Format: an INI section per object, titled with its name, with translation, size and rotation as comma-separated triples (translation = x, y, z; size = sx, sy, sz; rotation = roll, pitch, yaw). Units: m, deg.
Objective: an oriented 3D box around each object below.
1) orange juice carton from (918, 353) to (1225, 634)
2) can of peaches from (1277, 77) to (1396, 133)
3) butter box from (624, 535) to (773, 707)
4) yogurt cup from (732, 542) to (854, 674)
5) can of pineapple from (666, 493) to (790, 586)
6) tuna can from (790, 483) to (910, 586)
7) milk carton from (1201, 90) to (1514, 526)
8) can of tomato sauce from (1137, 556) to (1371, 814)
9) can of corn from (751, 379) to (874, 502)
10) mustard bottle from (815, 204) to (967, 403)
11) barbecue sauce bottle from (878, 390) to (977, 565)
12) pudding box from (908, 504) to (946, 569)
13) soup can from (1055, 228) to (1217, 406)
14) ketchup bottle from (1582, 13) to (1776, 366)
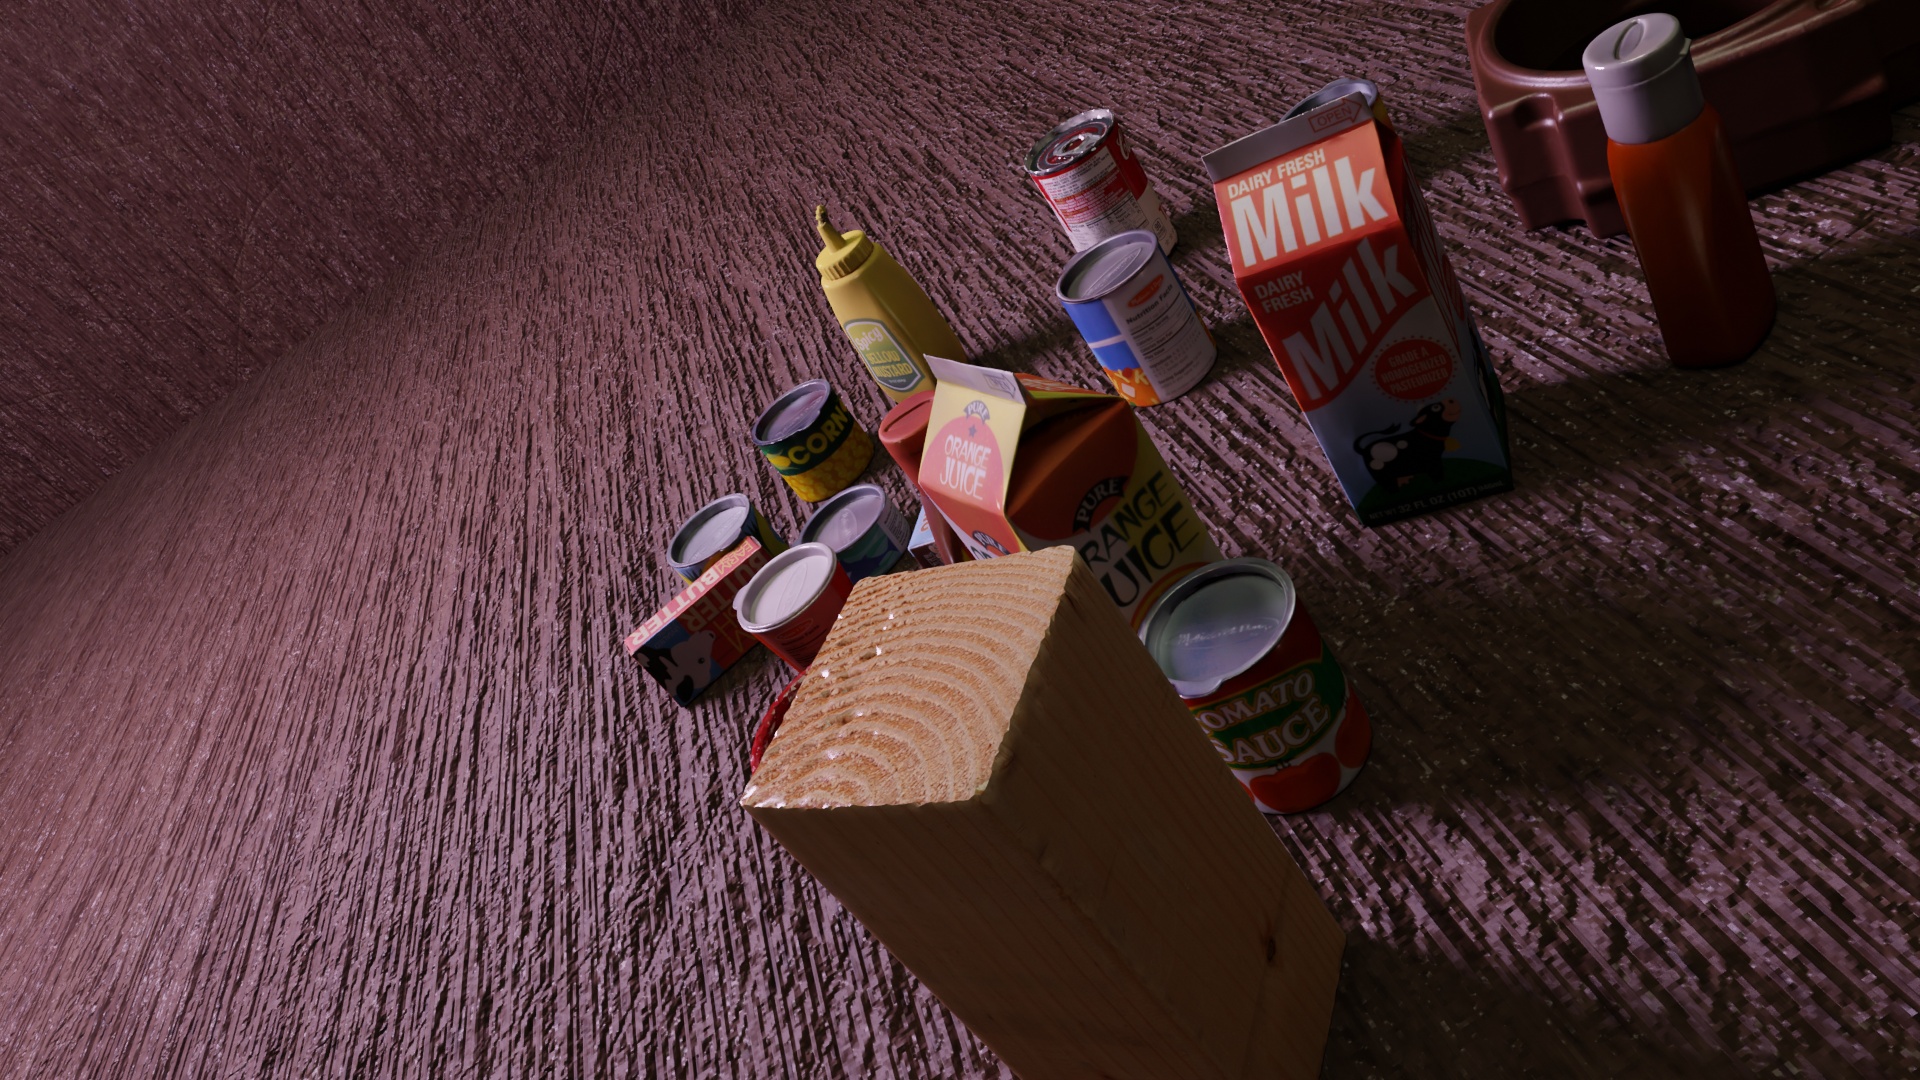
[orange juice carton]
translation = 0.051, -0.005, 0.599
size = 0.073, 0.192, 0.072
rotation = -45, 32, -13
[can of peaches]
translation = 0.239, -0.245, 0.865
size = 0.071, 0.058, 0.071
rotation = -26, 33, 18
[butter box]
translation = -0.152, 0.050, 0.864
size = 0.103, 0.053, 0.024
rotation = -41, 31, -8
[yogurt cup]
translation = -0.087, 0.043, 0.808
size = 0.072, 0.053, 0.073
rotation = -26, 33, 18
[can of pineapple]
translation = -0.147, 0.013, 0.904
size = 0.071, 0.057, 0.071
rotation = -26, 33, 18
[tuna can]
translation = -0.068, 0.000, 0.867
size = 0.071, 0.032, 0.071
rotation = -26, 33, 18
[milk carton]
translation = 0.176, -0.103, 0.608
size = 0.072, 0.190, 0.074
rotation = -17, 36, 29
[can of tomato sauce]
translation = 0.118, 0.060, 0.552
size = 0.071, 0.083, 0.071
rotation = -26, 32, 18
[can of corn]
translation = -0.101, -0.068, 0.967
size = 0.071, 0.058, 0.071
rotation = -26, 33, 18
[mustard bottle]
translation = -0.056, -0.160, 0.947
size = 0.065, 0.159, 0.049
rotation = -2, 45, 44
[barbecue sauce bottle]
translation = 0.014, -0.008, 0.683
size = 0.065, 0.148, 0.044
rotation = -32, 31, 8
[pudding box]
translation = 0.003, -0.010, 0.793
size = 0.030, 0.049, 0.084
rotation = -18, 36, 29
[soup can]
translation = 0.104, -0.132, 0.823
size = 0.071, 0.083, 0.072
rotation = -26, 32, 18
[ketchup bottle]
translation = 0.302, -0.147, 0.582
size = 0.043, 0.148, 0.065
rotation = -2, 45, 44
